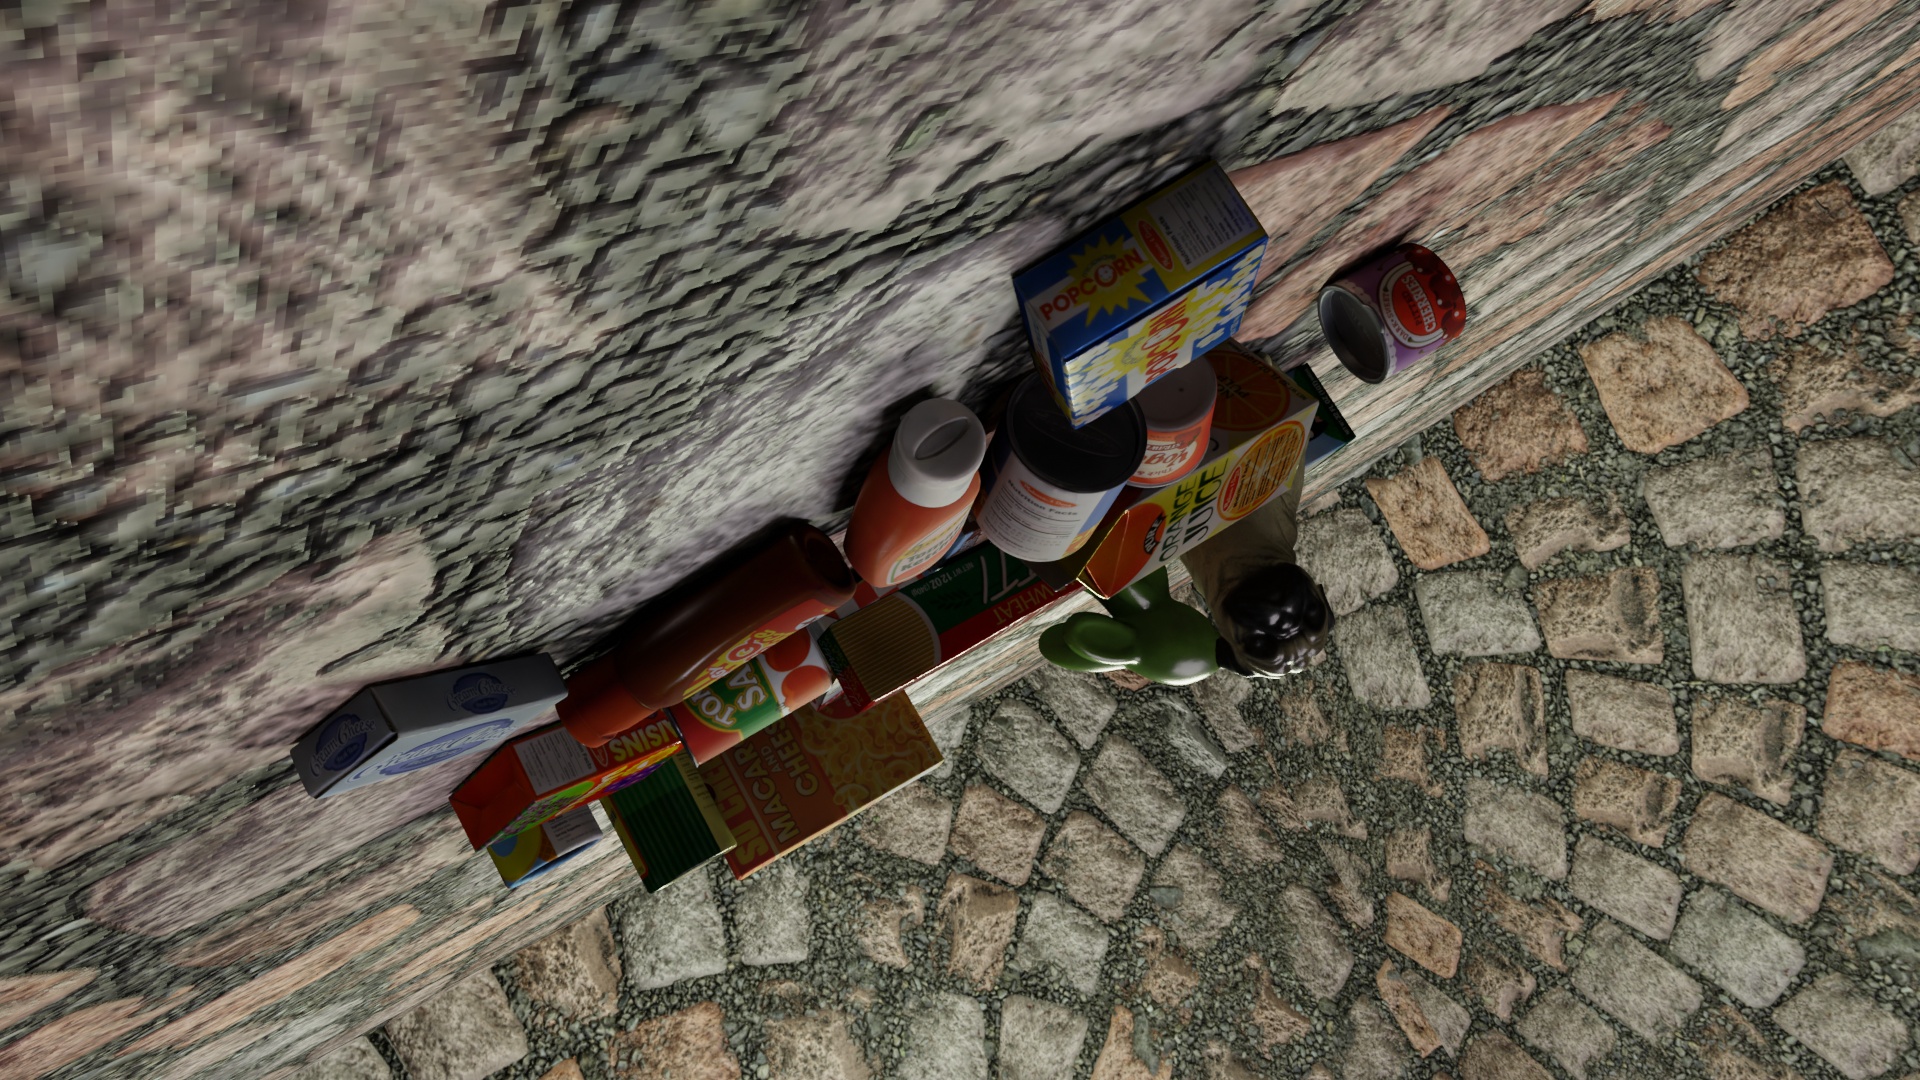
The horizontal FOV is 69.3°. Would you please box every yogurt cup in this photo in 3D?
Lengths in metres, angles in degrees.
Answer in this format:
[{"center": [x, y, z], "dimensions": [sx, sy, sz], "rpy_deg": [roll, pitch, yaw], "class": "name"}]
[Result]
[{"center": [0.095, -0.067, 0.691], "dimensions": [0.072, 0.072, 0.053], "rpy_deg": [-28, 163, -13], "class": "yogurt cup"}]

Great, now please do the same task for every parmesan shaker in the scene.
[{"center": [-0.203, 0.175, 0.927], "dimensions": [0.071, 0.103, 0.071], "rpy_deg": [-30, 171, -5], "class": "parmesan shaker"}]

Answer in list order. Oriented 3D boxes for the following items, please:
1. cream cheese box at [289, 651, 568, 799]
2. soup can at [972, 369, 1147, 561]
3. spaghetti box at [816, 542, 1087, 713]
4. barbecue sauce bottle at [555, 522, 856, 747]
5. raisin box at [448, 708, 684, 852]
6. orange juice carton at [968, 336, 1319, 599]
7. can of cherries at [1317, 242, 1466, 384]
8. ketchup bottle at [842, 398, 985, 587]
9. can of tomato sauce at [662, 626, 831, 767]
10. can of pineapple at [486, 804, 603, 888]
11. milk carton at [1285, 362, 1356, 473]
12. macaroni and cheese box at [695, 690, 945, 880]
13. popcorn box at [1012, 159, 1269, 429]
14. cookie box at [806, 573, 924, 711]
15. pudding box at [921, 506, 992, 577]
[{"center": [-0.216, 0.075, 0.574], "dimensions": [0.053, 0.024, 0.104], "rpy_deg": [-34, 171, 20], "class": "cream cheese box"}, {"center": [0.046, -0.037, 0.658], "dimensions": [0.071, 0.071, 0.083], "rpy_deg": [-27, 165, -21], "class": "soup can"}, {"center": [0.033, 0.022, 0.820], "dimensions": [0.251, 0.050, 0.028], "rpy_deg": [-27, 171, -28], "class": "spaghetti box"}, {"center": [-0.124, 0.047, 0.661], "dimensions": [0.148, 0.044, 0.065], "rpy_deg": [-32, 172, 10], "class": "barbecue sauce bottle"}, {"center": [-0.225, 0.131, 0.820], "dimensions": [0.124, 0.040, 0.085], "rpy_deg": [-18, 164, -49], "class": "raisin box"}, {"center": [0.101, -0.034, 0.763], "dimensions": [0.193, 0.072, 0.072], "rpy_deg": [-28, 145, -28], "class": "orange juice carton"}, {"center": [0.256, -0.135, 0.822], "dimensions": [0.058, 0.071, 0.071], "rpy_deg": [-29, 171, -9], "class": "can of cherries"}, {"center": [-0.019, -0.022, 0.625], "dimensions": [0.065, 0.043, 0.148], "rpy_deg": [-37, 173, -16], "class": "ketchup bottle"}, {"center": [-0.119, 0.070, 0.736], "dimensions": [0.083, 0.071, 0.071], "rpy_deg": [-29, 171, -15], "class": "can of tomato sauce"}, {"center": [-0.269, 0.179, 0.877], "dimensions": [0.071, 0.058, 0.071], "rpy_deg": [-30, 171, -5], "class": "can of pineapple"}, {"center": [0.199, -0.057, 1.063], "dimensions": [0.191, 0.072, 0.073], "rpy_deg": [-28, 171, -20], "class": "milk carton"}, {"center": [-0.115, 0.148, 1.003], "dimensions": [0.167, 0.124, 0.040], "rpy_deg": [-27, 168, -19], "class": "macaroni and cheese box"}, {"center": [0.069, -0.091, 0.544], "dimensions": [0.085, 0.038, 0.126], "rpy_deg": [-32, 171, 2], "class": "popcorn box"}, {"center": [-0.048, 0.049, 0.916], "dimensions": [0.123, 0.040, 0.167], "rpy_deg": [-34, 173, -20], "class": "cookie box"}, {"center": [0.003, -0.010, 0.808], "dimensions": [0.050, 0.030, 0.083], "rpy_deg": [-26, 170, -25], "class": "pudding box"}]
